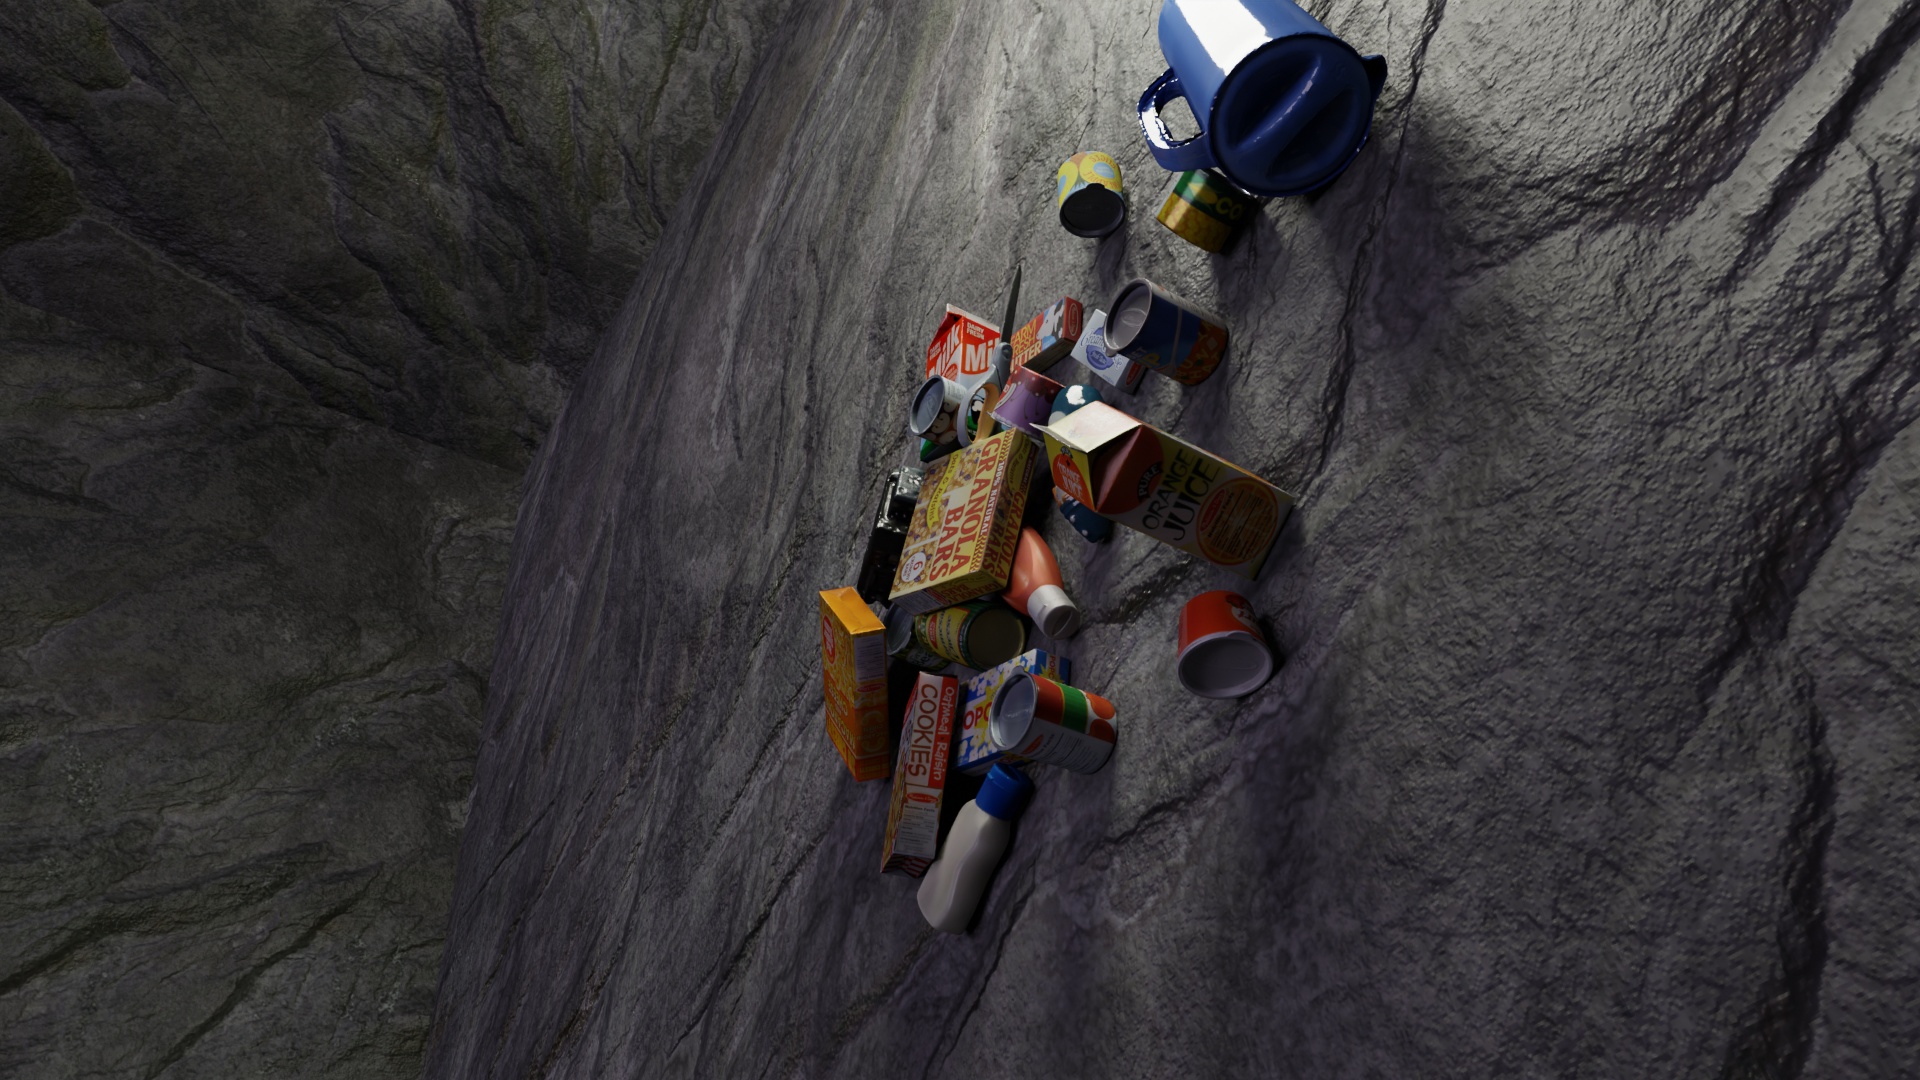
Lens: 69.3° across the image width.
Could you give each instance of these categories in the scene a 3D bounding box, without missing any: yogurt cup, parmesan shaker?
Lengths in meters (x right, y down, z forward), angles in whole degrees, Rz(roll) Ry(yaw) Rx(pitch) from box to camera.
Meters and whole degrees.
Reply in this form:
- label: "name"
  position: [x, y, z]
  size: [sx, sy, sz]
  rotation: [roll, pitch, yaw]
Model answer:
- label: "yogurt cup"
  position: [0.187, 0.073, 0.999]
  size: [0.072, 0.072, 0.054]
  rotation: [-49, 25, 34]
- label: "parmesan shaker"
  position: [0.009, 0.083, 1.312]
  size: [0.103, 0.071, 0.071]
  rotation: [9, 80, 63]

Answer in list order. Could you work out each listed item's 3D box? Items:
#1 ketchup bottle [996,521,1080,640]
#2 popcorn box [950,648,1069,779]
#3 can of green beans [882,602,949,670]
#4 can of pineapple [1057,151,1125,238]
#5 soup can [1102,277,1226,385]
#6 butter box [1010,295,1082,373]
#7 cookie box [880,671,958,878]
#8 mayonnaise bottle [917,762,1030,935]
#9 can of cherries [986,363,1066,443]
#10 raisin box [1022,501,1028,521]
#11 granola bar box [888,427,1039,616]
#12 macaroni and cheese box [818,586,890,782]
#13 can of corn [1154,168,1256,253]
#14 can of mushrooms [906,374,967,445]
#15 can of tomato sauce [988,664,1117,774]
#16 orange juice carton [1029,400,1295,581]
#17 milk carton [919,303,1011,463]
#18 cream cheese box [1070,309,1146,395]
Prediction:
- label: "ketchup bottle"
  position: [0.065, 0.039, 1.268]
  size: [0.064, 0.043, 0.149]
  rotation: [-55, 30, 13]
- label: "popcorn box"
  position: [0.042, 0.155, 1.232]
  size: [0.126, 0.038, 0.085]
  rotation: [-31, 44, 50]
- label: "can of green beans"
  position: [-0.040, 0.093, 1.407]
  size: [0.071, 0.058, 0.071]
  rotation: [-41, 38, 43]
- label: "can of pineapple"
  position: [0.132, -0.349, 1.394]
  size: [0.070, 0.071, 0.058]
  rotation: [-42, 37, 42]
- label: "soup can"
  position: [0.172, -0.173, 1.177]
  size: [0.071, 0.084, 0.072]
  rotation: [-42, 38, 43]
- label: "butter box"
  position: [0.084, -0.204, 1.425]
  size: [0.103, 0.024, 0.053]
  rotation: [-31, 46, 51]
- label: "cookie box"
  position: [-0.037, 0.219, 1.287]
  size: [0.122, 0.040, 0.168]
  rotation: [111, 168, -66]
- label: "mayonnaise bottle"
  position: [0.013, 0.265, 1.208]
  size: [0.147, 0.041, 0.065]
  rotation: [-63, 24, 9]
- label: "can of cherries"
  position: [0.069, -0.134, 1.354]
  size: [0.058, 0.071, 0.071]
  rotation: [-64, 27, 9]
- label: "raisin box"
  position: [0.012, -0.003, 1.401]
  size: [0.123, 0.040, 0.086]
  rotation: [-4, 67, 60]
- label: "granola bar box"
  position: [0.005, -0.017, 1.321]
  size: [0.124, 0.039, 0.166]
  rotation: [-20, 44, 42]
- label: "macaroni and cheese box"
  position: [-0.109, 0.147, 1.439]
  size: [0.124, 0.040, 0.165]
  rotation: [-138, 43, -62]
- label: "can of corn"
  position: [0.213, -0.289, 1.207]
  size: [0.058, 0.071, 0.071]
  rotation: [-59, 29, 21]
- label: "can of mushrooms"
  position: [-0.023, -0.129, 1.402]
  size: [0.070, 0.033, 0.071]
  rotation: [-38, 42, 44]
- label: "can of tomato sauce"
  position: [0.075, 0.147, 1.128]
  size: [0.071, 0.083, 0.071]
  rotation: [-41, 38, 43]
- label: "orange juice carton"
  position: [0.142, -0.043, 1.019]
  size: [0.073, 0.193, 0.072]
  rotation: [-64, 26, 9]
- label: "milk carton"
  position: [0.010, -0.167, 1.484]
  size: [0.073, 0.072, 0.191]
  rotation: [-36, 41, 47]
- label: "cream cheese box"
  position: [0.144, -0.177, 1.298]
  size: [0.053, 0.024, 0.104]
  rotation: [-61, 28, 12]
